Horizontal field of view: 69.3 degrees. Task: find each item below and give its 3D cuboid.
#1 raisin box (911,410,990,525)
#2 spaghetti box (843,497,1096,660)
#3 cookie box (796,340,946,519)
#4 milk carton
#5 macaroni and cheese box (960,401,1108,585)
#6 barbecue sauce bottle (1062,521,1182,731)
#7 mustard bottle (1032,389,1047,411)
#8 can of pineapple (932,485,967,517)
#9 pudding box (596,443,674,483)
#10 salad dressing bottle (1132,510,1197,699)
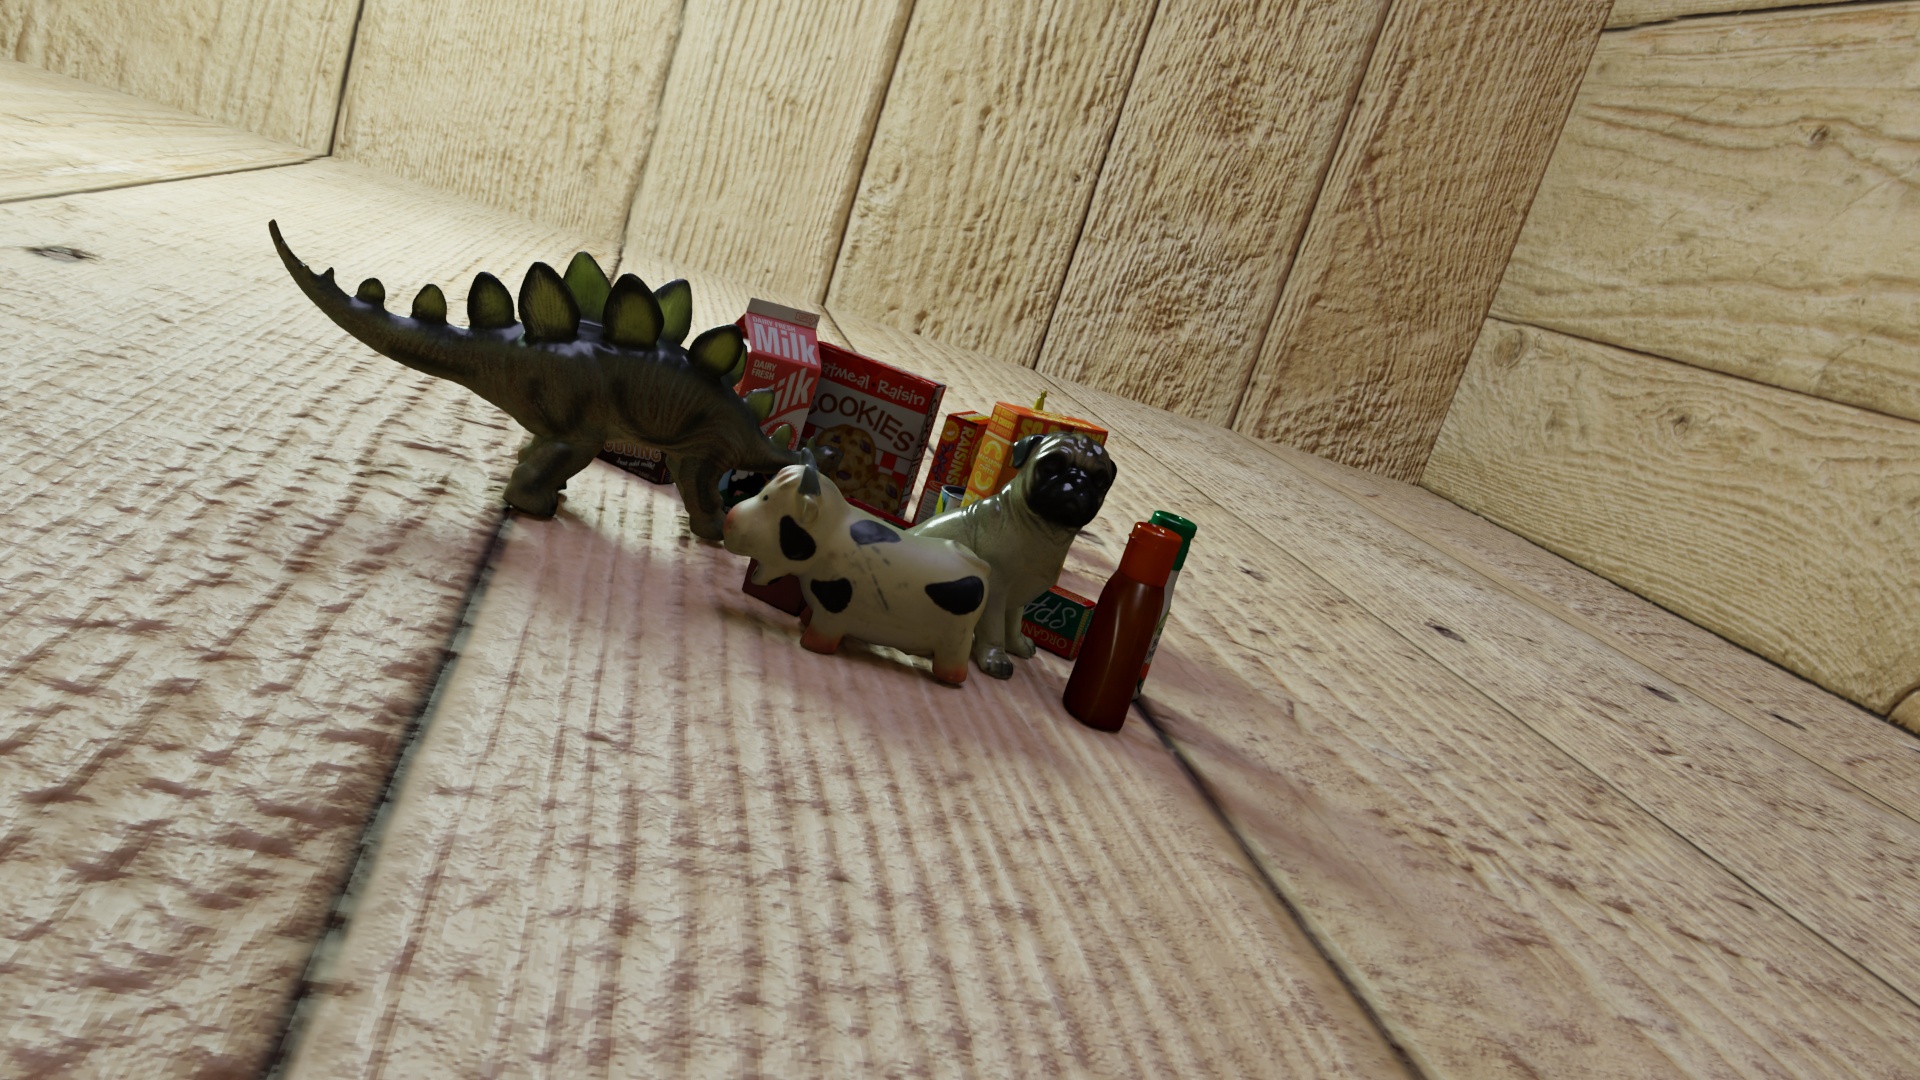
[{"bbox_3d":[-0.003,-0.071,1.446,0.040,0.123,0.086,22,13,16],"label":"raisin box"},{"bbox_3d":[-0.003,0.030,1.189,0.250,0.050,0.029,23,13,20],"label":"spaghetti box"},{"bbox_3d":[-0.097,-0.084,1.272,0.123,0.167,0.040,21,12,11],"label":"cookie box"},{"bbox_3d":[-0.184,-0.120,1.247,0.072,0.190,0.073,10,15,-33],"label":"milk carton"},{"bbox_3d":[0.062,-0.038,1.302,0.124,0.166,0.040,7,17,-43],"label":"macaroni and cheese box"},{"bbox_3d":[0.119,0.061,1.013,0.044,0.148,0.065,15,13,-16],"label":"barbecue sauce bottle"},{"bbox_3d":[0.070,-0.095,1.567,0.065,0.159,0.049,5,18,-47],"label":"mustard bottle"},{"bbox_3d":[0.005,-0.017,1.381,0.071,0.057,0.071,18,13,-4],"label":"can of pineapple"},{"bbox_3d":[-0.297,-0.089,1.278,0.084,0.049,0.030,23,13,19],"label":"pudding box"},{"bbox_3d":[0.144,0.050,1.092,0.044,0.147,0.064,21,13,13],"label":"salad dressing bottle"}]
